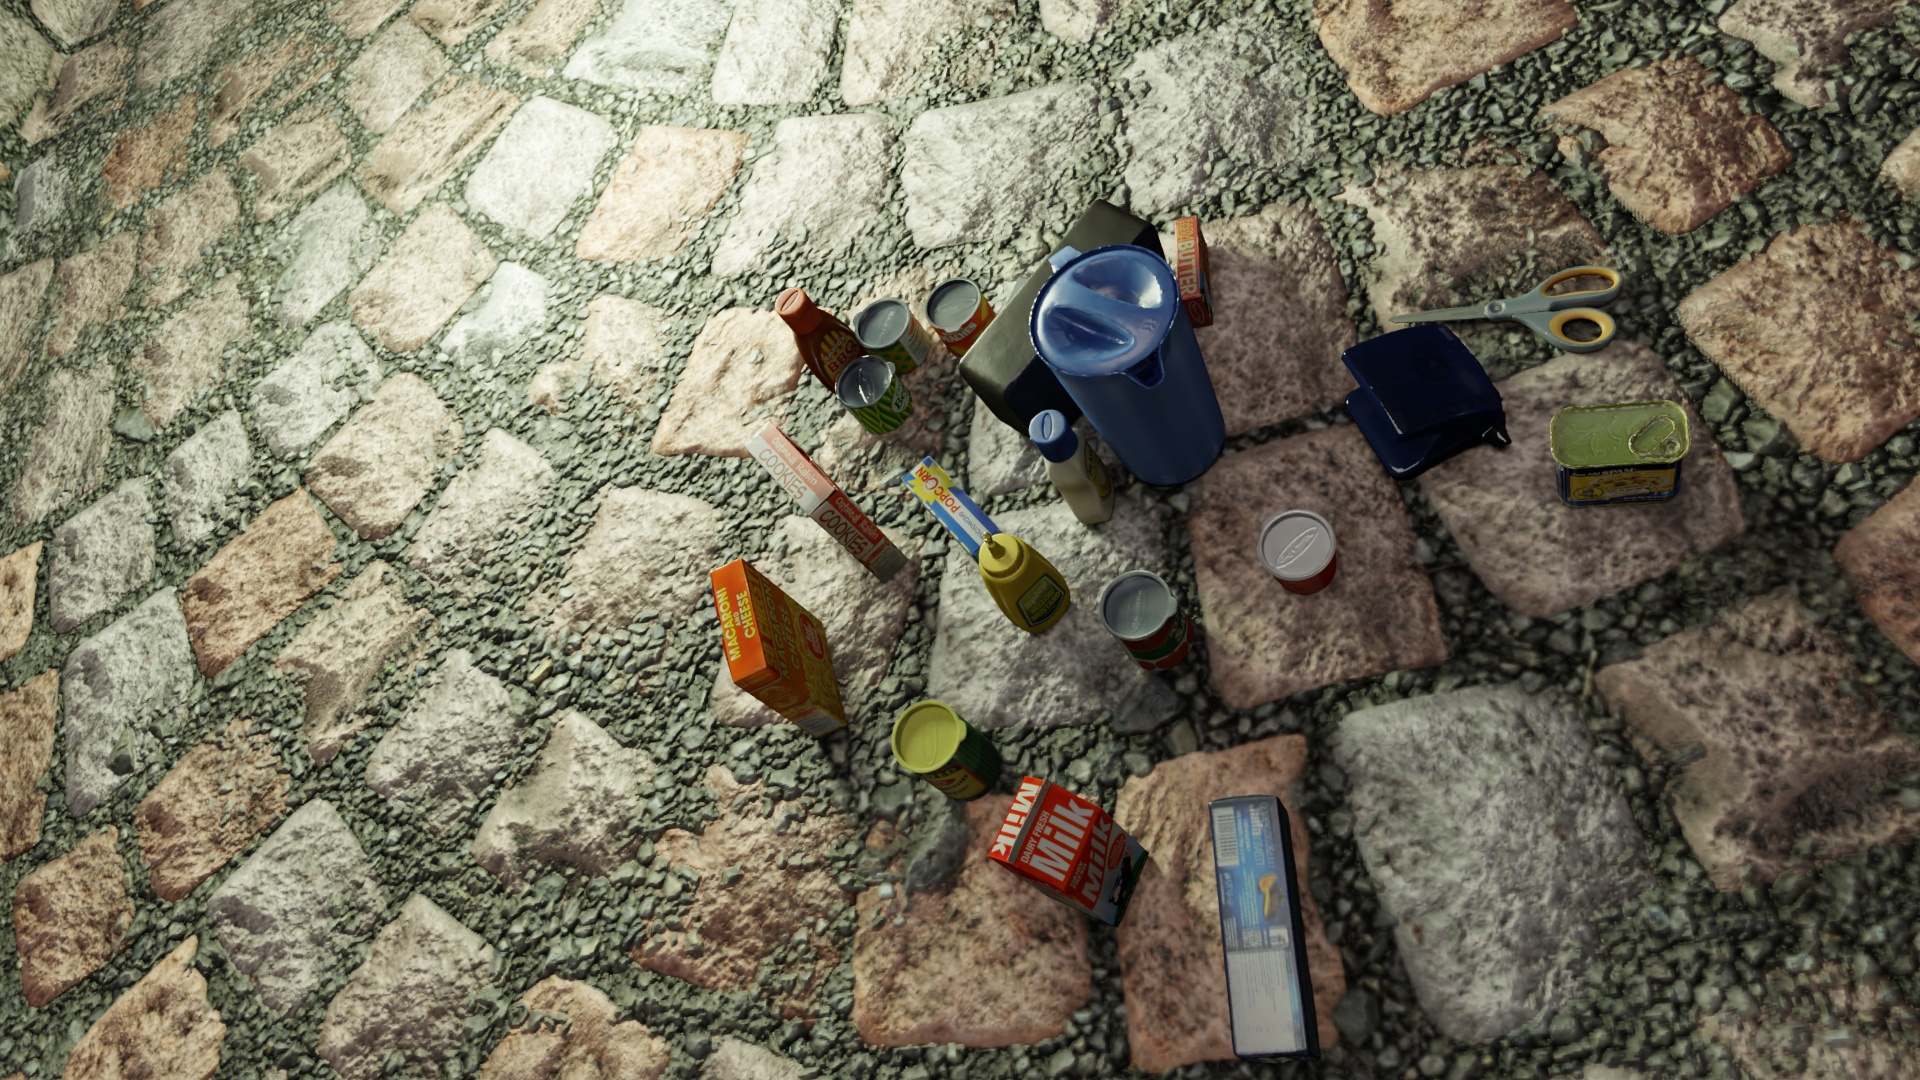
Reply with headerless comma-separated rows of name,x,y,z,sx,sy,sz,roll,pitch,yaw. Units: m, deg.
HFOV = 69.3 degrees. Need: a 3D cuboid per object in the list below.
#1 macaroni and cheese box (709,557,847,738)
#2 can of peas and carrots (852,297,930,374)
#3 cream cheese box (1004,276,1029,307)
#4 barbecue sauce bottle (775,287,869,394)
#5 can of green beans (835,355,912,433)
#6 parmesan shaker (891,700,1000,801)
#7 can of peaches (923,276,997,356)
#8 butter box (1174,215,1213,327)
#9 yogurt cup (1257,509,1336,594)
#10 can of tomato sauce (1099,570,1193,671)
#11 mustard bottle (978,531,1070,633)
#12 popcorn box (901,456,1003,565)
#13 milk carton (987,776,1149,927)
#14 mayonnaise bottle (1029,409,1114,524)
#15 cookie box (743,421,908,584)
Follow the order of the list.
macaroni and cheese box,-0.174,0.106,1.333,0.040,0.166,0.124,-25,57,11
can of peas and carrots,-0.076,-0.224,1.523,0.071,0.058,0.071,-10,61,19
cream cheese box,0.060,-0.220,1.464,0.024,0.053,0.104,15,72,29
barbecue sauce bottle,-0.150,-0.217,1.499,0.044,0.148,0.065,32,81,33
can of green beans,-0.093,-0.157,1.497,0.071,0.057,0.071,-10,61,19
parmesan shaker,-0.009,0.192,1.253,0.071,0.103,0.071,-10,61,19
can of peaches,0.002,-0.239,1.497,0.071,0.058,0.071,-10,61,19
butter box,0.237,-0.274,1.412,0.024,0.053,0.104,-9,62,20
yogurt cup,0.303,0.014,1.235,0.072,0.053,0.072,-10,61,19
can of tomato sauce,0.170,0.073,1.246,0.071,0.083,0.071,-10,61,19
mustard bottle,0.051,0.033,1.274,0.065,0.160,0.049,-46,56,-3
popcorn box,0.005,-0.017,1.365,0.038,0.085,0.127,-43,56,-1
milk carton,0.085,0.250,1.129,0.073,0.190,0.072,17,73,30
mayonnaise bottle,0.106,-0.072,1.310,0.041,0.147,0.065,-9,62,20
cookie box,-0.132,-0.037,1.387,0.040,0.167,0.123,-45,56,-2
